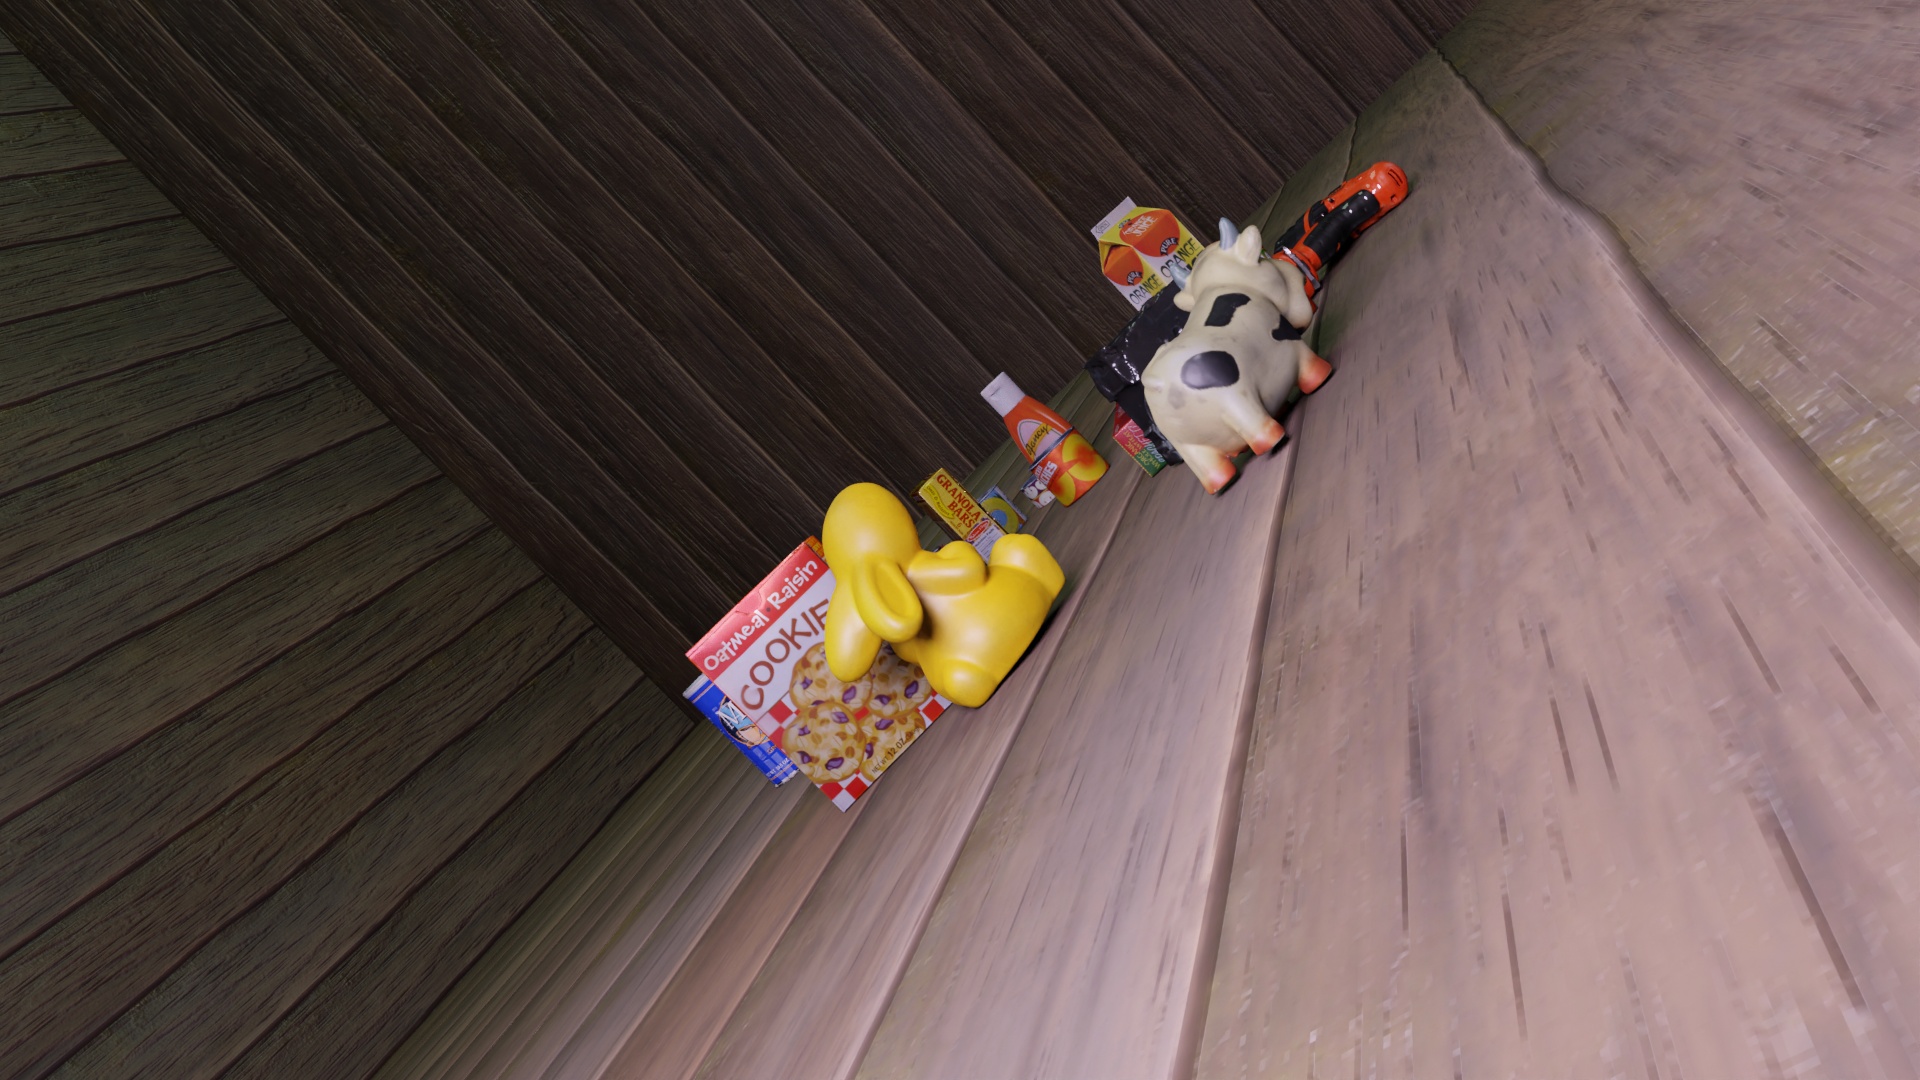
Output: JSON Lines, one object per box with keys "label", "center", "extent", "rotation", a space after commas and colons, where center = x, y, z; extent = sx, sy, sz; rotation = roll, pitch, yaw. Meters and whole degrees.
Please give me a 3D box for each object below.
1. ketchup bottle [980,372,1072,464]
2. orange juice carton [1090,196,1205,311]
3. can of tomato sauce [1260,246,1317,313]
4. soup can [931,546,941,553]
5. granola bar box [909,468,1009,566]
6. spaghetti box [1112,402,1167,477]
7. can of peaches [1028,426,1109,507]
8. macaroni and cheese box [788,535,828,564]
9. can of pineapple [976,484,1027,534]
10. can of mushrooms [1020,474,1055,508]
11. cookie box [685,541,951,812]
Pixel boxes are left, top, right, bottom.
{"label": "ketchup bottle", "center": [0.086, -0.124, 1.562], "extent": [0.064, 0.149, 0.044], "rotation": [-42, 4, 24]}
{"label": "orange juice carton", "center": [0.228, -0.286, 1.510], "extent": [0.072, 0.192, 0.073], "rotation": [-46, 5, -24]}
{"label": "can of tomato sauce", "center": [0.265, -0.216, 1.231], "extent": [0.071, 0.083, 0.071], "rotation": [-44, 4, 4]}
{"label": "soup can", "center": [-0.011, 0.056, 1.184], "extent": [0.071, 0.084, 0.071], "rotation": [-44, 4, 4]}
{"label": "granola bar box", "center": [0.005, -0.018, 1.465], "extent": [0.039, 0.124, 0.165], "rotation": [-44, 4, -4]}
{"label": "spaghetti box", "center": [0.169, -0.106, 1.287], "extent": [0.028, 0.050, 0.251], "rotation": [-43, 4, 14]}
{"label": "can of peaches", "center": [0.113, -0.076, 1.458], "extent": [0.071, 0.058, 0.071], "rotation": [-44, 4, 4]}
{"label": "macaroni and cheese box", "center": [-0.136, 0.071, 1.629], "extent": [0.040, 0.166, 0.123], "rotation": [-45, 4, -15]}
{"label": "can of pineapple", "center": [0.036, -0.023, 1.659], "extent": [0.071, 0.058, 0.071], "rotation": [-44, 4, 4]}
{"label": "can of mushrooms", "center": [0.106, -0.072, 1.646], "extent": [0.071, 0.033, 0.071], "rotation": [-44, 4, 4]}
{"label": "cookie box", "center": [-0.104, 0.102, 1.050], "extent": [0.123, 0.167, 0.040], "rotation": [-45, 4, -8]}
